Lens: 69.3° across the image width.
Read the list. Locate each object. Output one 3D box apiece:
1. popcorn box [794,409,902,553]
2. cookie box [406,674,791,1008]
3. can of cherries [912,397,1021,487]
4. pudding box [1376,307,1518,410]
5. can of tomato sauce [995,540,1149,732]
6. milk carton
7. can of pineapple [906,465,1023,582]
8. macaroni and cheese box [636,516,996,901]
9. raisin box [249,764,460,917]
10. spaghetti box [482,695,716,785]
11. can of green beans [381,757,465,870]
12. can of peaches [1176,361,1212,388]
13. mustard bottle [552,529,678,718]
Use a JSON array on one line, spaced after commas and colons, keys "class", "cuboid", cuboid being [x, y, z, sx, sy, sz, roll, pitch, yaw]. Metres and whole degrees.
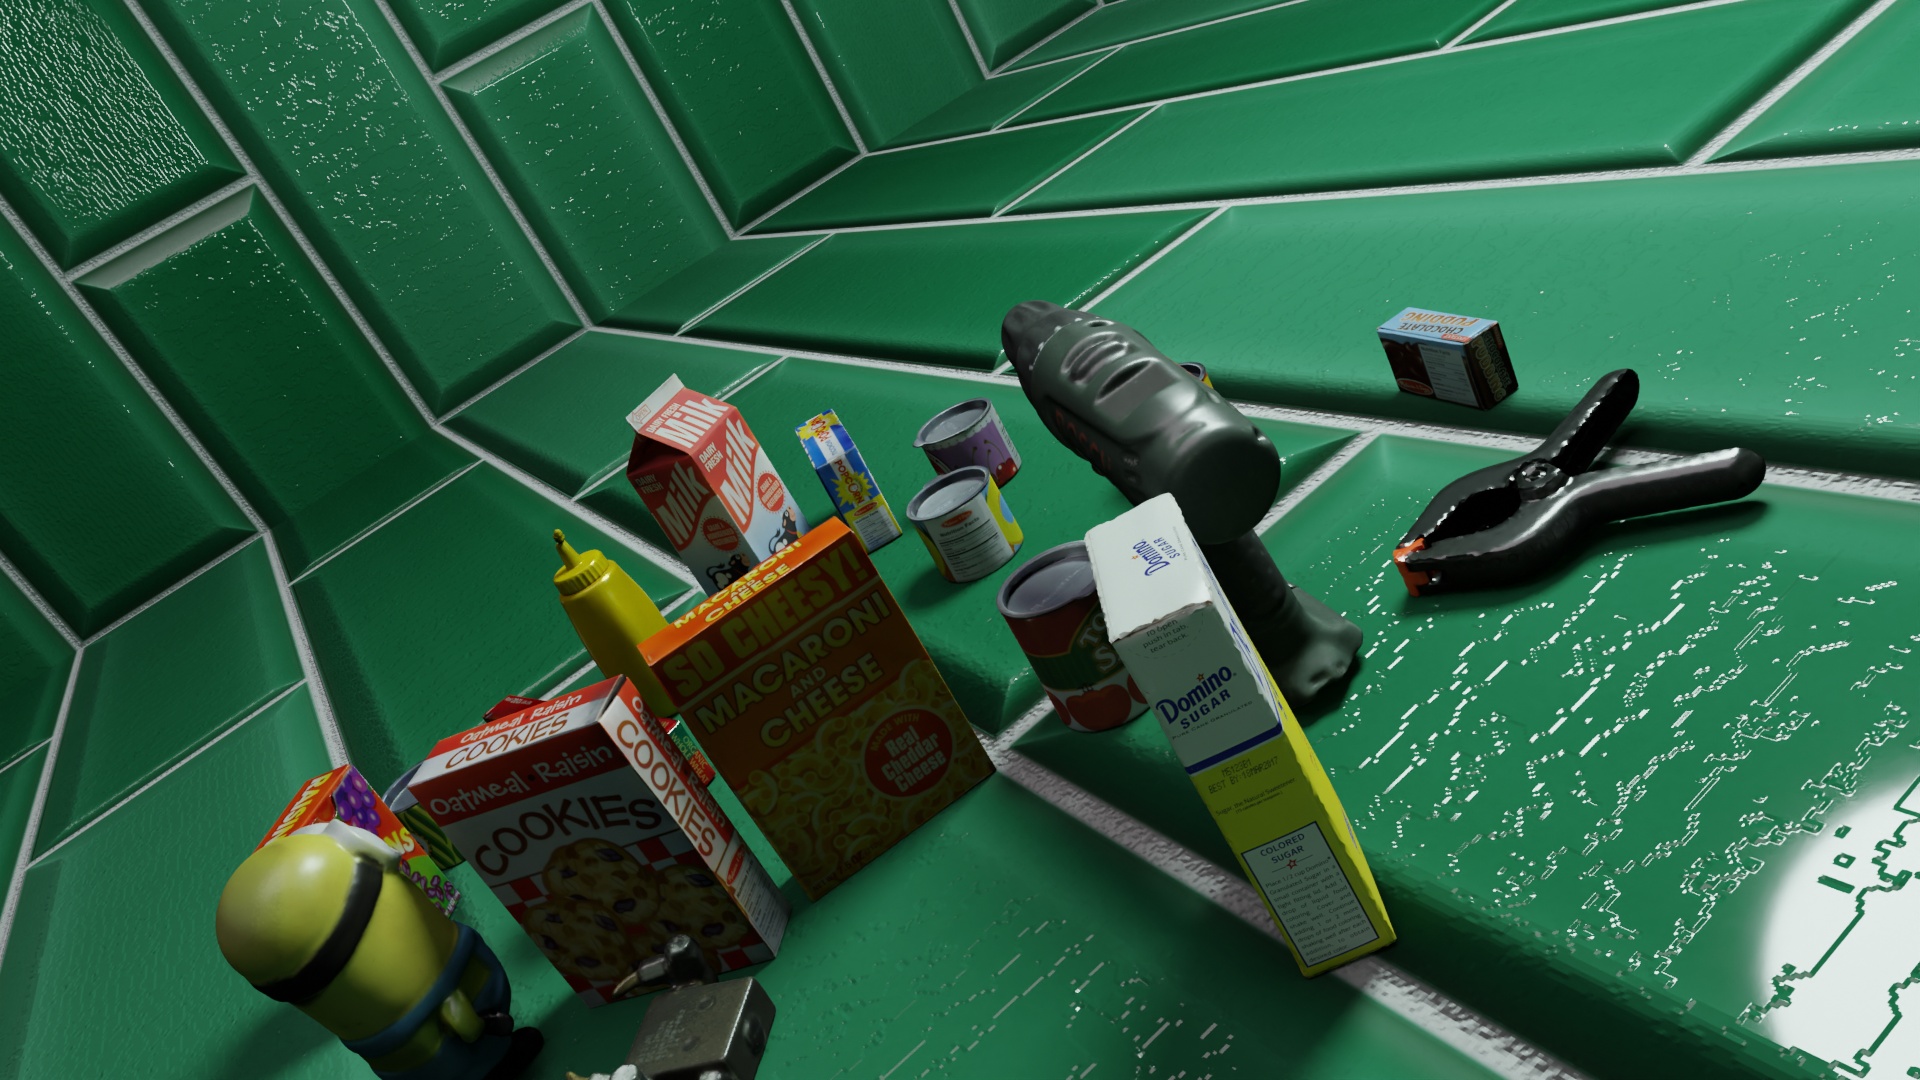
[{"class": "popcorn box", "cuboid": [-0.093, -0.050, 1.138, 0.038, 0.085, 0.127, -30, 24, -3]}, {"class": "cookie box", "cuboid": [-0.183, 0.159, 0.717, 0.123, 0.167, 0.040, -20, 25, 20]}, {"class": "can of cherries", "cuboid": [0.005, -0.071, 1.104, 0.071, 0.058, 0.072, -24, 24, 12]}, {"class": "pudding box", "cuboid": [0.304, -0.115, 0.872, 0.030, 0.049, 0.084, -34, 24, -11]}, {"class": "can of tomato sauce", "cuboid": [0.068, 0.053, 0.756, 0.071, 0.083, 0.071, -24, 24, 12]}, {"class": "milk carton", "cuboid": [-0.190, -0.034, 1.082, 0.073, 0.190, 0.073, -13, 28, 33]}, {"class": "can of pineapple", "cuboid": [0.004, -0.012, 0.989, 0.071, 0.057, 0.071, -24, 24, 12]}, {"class": "macaroni and cheese box", "cuboid": [-0.073, 0.089, 0.735, 0.124, 0.166, 0.040, -34, 24, -12]}, {"class": "raisin box", "cuboid": [-0.379, 0.216, 0.875, 0.040, 0.123, 0.086, -22, 24, 15]}, {"class": "spaghetti box", "cuboid": [-0.260, 0.144, 0.978, 0.250, 0.050, 0.029, -1, 36, 47]}, {"class": "can of green beans", "cuboid": [-0.369, 0.192, 0.992, 0.071, 0.057, 0.071, -24, 24, 12]}, {"class": "can of peaches", "cuboid": [0.149, -0.081, 0.966, 0.071, 0.058, 0.071, -24, 24, 12]}, {"class": "mustard bottle", "cuboid": [-0.251, 0.056, 1.006, 0.049, 0.159, 0.065, -24, 24, 12]}]
